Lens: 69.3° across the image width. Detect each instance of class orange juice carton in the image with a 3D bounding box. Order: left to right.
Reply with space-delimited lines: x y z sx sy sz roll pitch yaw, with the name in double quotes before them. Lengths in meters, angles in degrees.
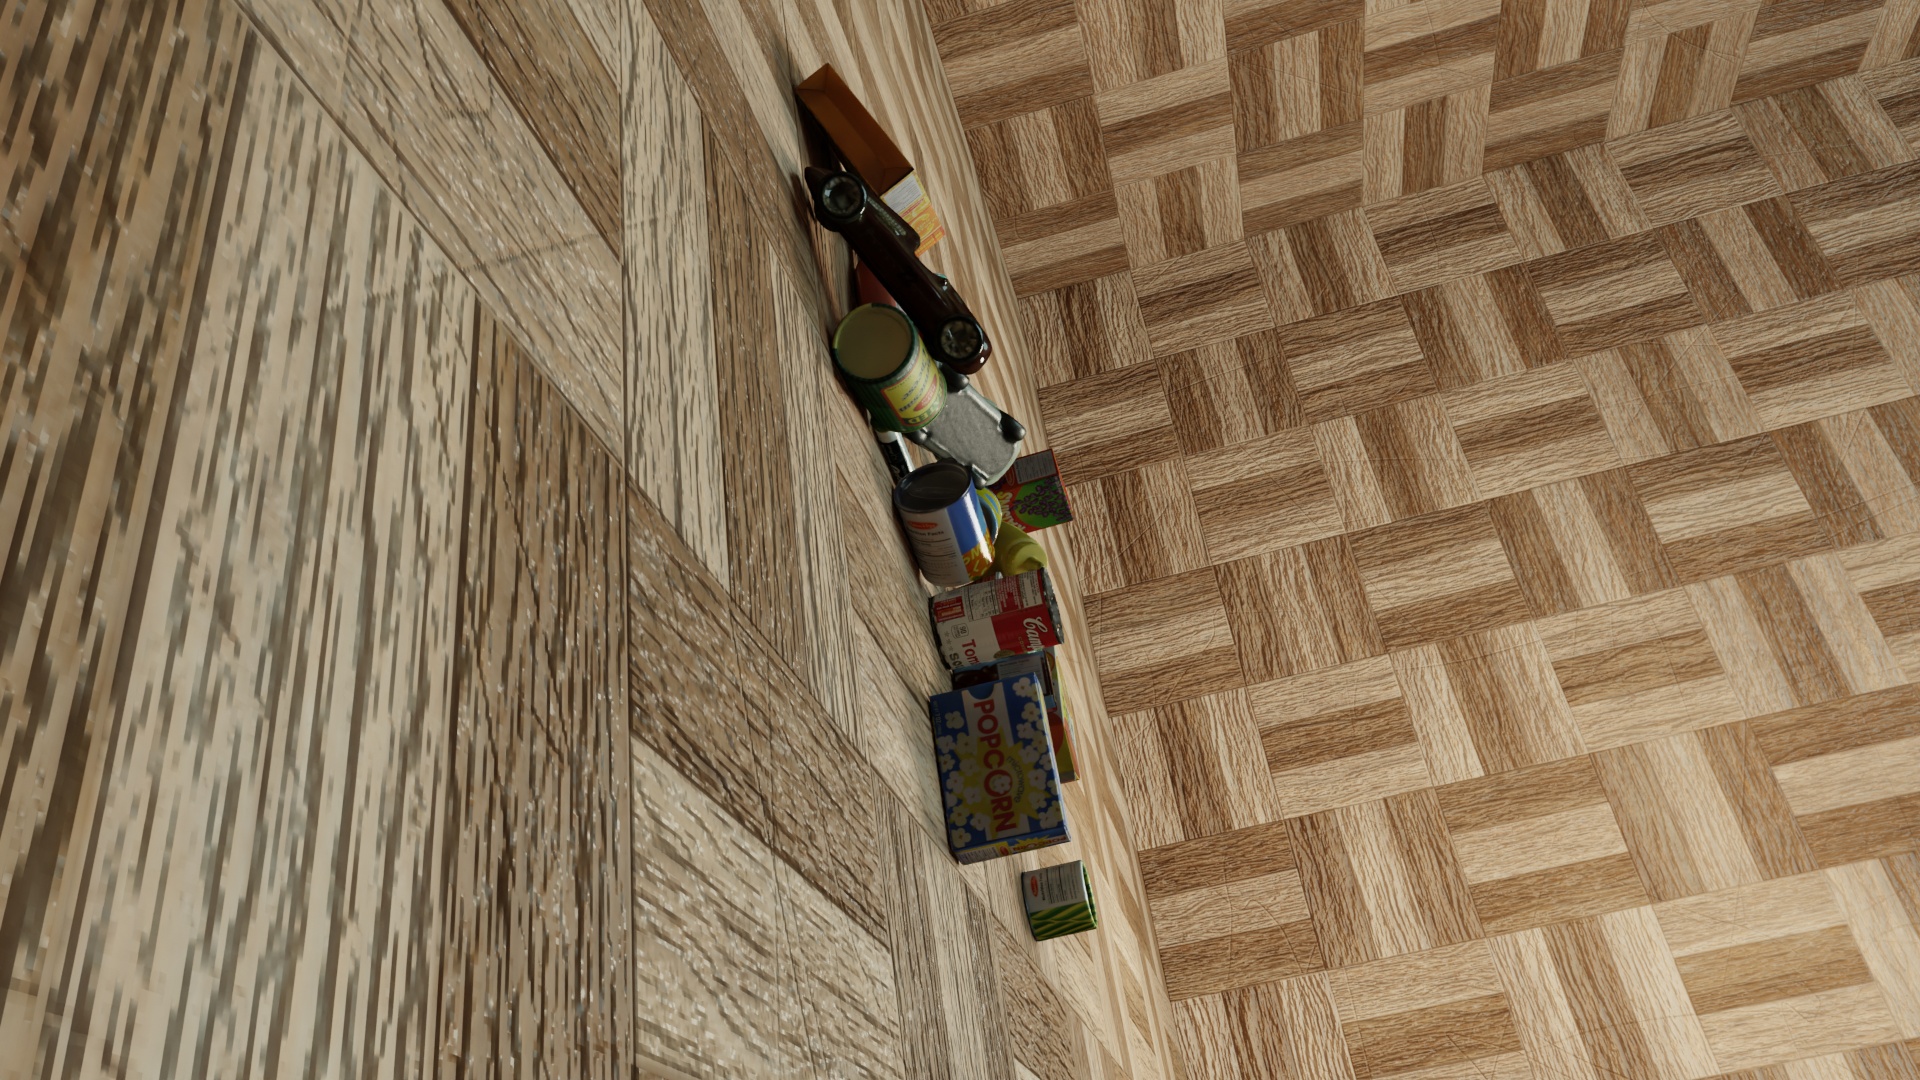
"orange juice carton" 0.075 0.190 1.402 0.193 0.072 0.072 -91 165 -62

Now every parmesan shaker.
"parmesan shaker" -0.055 -0.129 1.064 0.103 0.071 0.071 53 24 -70

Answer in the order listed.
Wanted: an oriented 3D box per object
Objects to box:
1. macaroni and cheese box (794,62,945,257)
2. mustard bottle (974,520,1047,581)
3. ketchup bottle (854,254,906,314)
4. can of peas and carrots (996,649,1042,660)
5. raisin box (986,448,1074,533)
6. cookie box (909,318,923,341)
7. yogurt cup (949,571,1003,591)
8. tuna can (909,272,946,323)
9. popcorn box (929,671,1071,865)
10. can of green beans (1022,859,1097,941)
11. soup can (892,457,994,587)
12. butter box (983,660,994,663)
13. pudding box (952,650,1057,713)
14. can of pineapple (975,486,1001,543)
"macaroni and cheese box" -0.076 -0.328 1.216 0.124 0.040 0.166 53 3 10
"mustard bottle" 0.045 0.016 1.337 0.160 0.049 0.065 19 -50 62
"ketchup bottle" -0.069 -0.214 1.200 0.064 0.043 0.149 71 8 -49
"can of peas and carrots" 0.045 0.090 1.368 0.071 0.071 0.059 28 48 -80
"raisin box" 0.047 -0.040 1.424 0.085 0.123 0.040 66 11 -55
"cookie box" -0.030 -0.177 1.433 0.123 0.040 0.167 31 47 -80
"yogurt cup" 0.019 0.067 1.280 0.072 0.054 0.072 -17 93 -83
"tuna can" -0.044 -0.233 1.340 0.071 0.071 0.033 11 66 -82
"popcorn box" 0.029 0.171 1.039 0.038 0.085 0.127 67 11 -58
"can of green beans" 0.094 0.340 1.313 0.071 0.058 0.071 -17 93 -83
"soup can" -0.011 -0.015 1.152 0.072 0.071 0.083 -95 169 -52
"butter box" 0.018 0.128 1.275 0.103 0.024 0.053 17 59 -81
"pudding box" 0.038 0.128 1.194 0.030 0.084 0.050 72 7 -50
"can of pineapple" 0.005 -0.016 1.280 0.058 0.071 0.071 -67 142 -77
